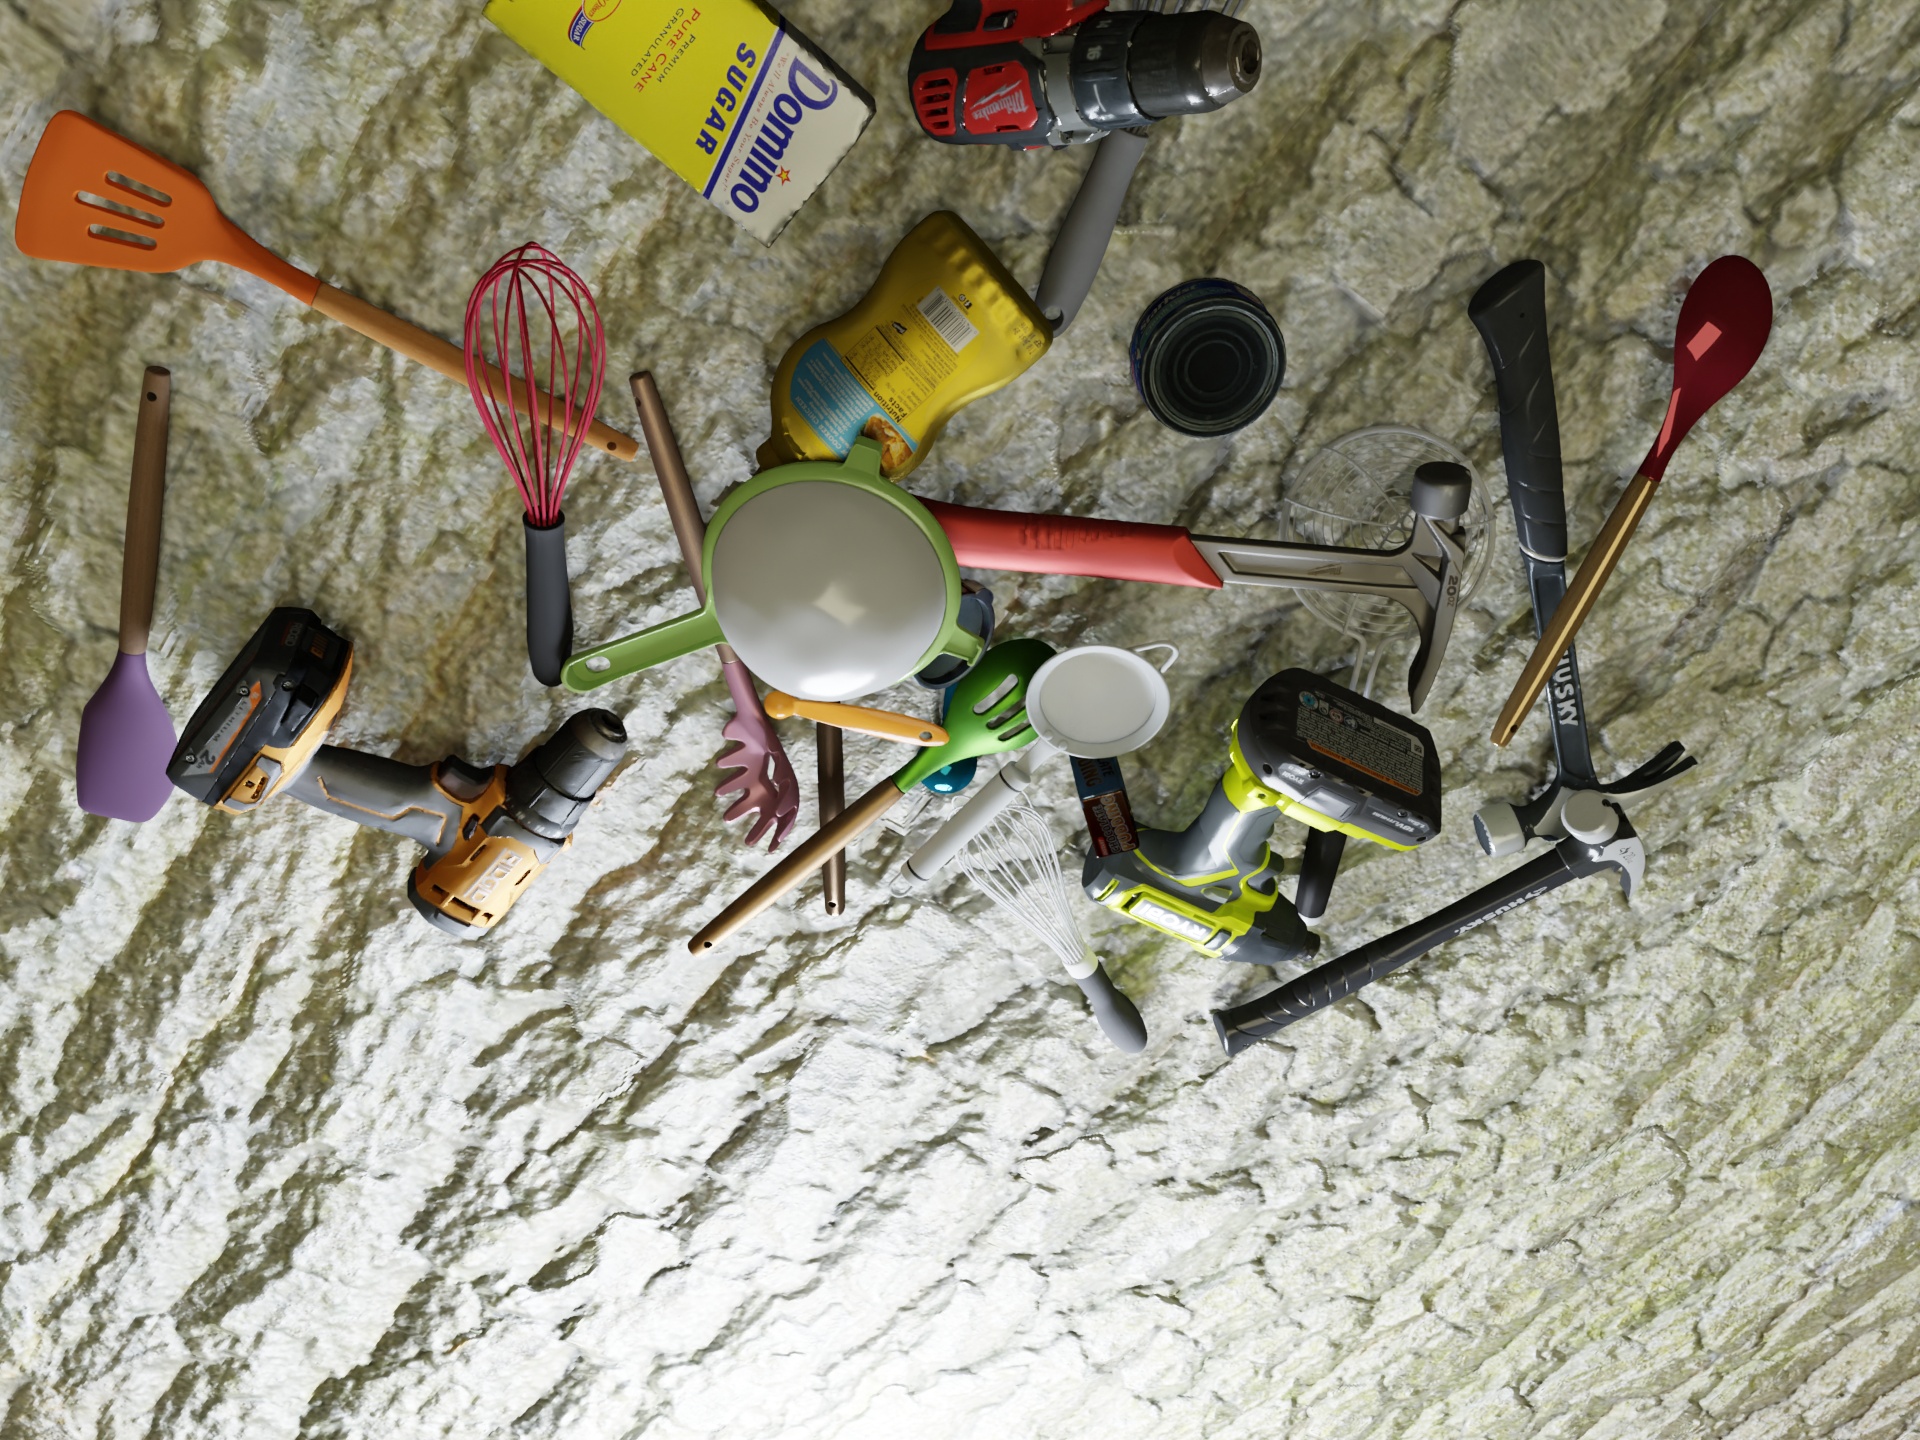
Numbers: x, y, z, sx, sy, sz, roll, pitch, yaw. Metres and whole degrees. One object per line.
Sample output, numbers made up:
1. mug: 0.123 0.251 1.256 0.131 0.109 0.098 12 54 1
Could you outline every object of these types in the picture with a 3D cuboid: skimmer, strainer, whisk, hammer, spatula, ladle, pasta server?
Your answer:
1. skimmer: 0.255 -0.014 1.038 0.127 0.090 0.363 5 133 5
2. strainer: 0.038 0.027 0.987 0.086 0.050 0.258 35 114 -22
3. whisk: -0.232 -0.129 0.884 0.073 0.073 0.295 3 134 -8
4. hammer: 0.325 0.157 1.131 0.334 0.035 0.146 -33 145 22
5. whisk: 0.090 -0.308 0.833 0.055 0.055 0.238 15 123 -15
6. hammer: 0.374 -0.091 1.000 0.149 0.036 0.408 -18 122 4
7. spatula: -0.323 -0.213 0.852 0.322 0.041 0.081 25 116 -21
8. hammer: 0.103 -0.089 0.922 0.359 0.037 0.149 6 124 7
9. ladle: 0.396 -0.122 0.952 0.069 0.031 0.315 14 110 -26
10. whisk: 0.071 0.148 1.109 0.070 0.070 0.284 -26 125 11
11. spatula: -0.486 -0.063 0.942 0.059 0.018 0.315 13 121 -14
12. pasta server: -0.152 -0.058 0.967 0.060 0.040 0.316 14 130 39
13. strainer: -0.125 -0.048 0.901 0.256 0.069 0.151 -17 121 19

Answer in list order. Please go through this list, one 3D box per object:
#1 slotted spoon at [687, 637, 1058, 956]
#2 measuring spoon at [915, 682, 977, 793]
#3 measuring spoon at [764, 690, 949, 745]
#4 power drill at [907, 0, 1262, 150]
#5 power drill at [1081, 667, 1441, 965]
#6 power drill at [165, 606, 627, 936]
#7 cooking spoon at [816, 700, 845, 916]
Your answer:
1. slotted spoon: -0.058 0.058 1.025 0.313 0.031 0.070 -39 117 12
2. measuring spoon: -0.002 -0.003 1.024 0.042 0.021 0.128 6 122 -9
3. measuring spoon: -0.064 0.002 0.981 0.117 0.011 0.021 12 128 -5
4. power drill: 0.037 -0.373 0.716 0.188 0.080 0.226 14 133 40
5. power drill: 0.202 0.077 1.026 0.171 0.080 0.223 24 138 -10
6. power drill: -0.335 0.022 0.976 0.226 0.084 0.185 35 112 -28
7. cooking spoon: -0.083 0.008 1.007 0.069 0.017 0.318 8 129 7
